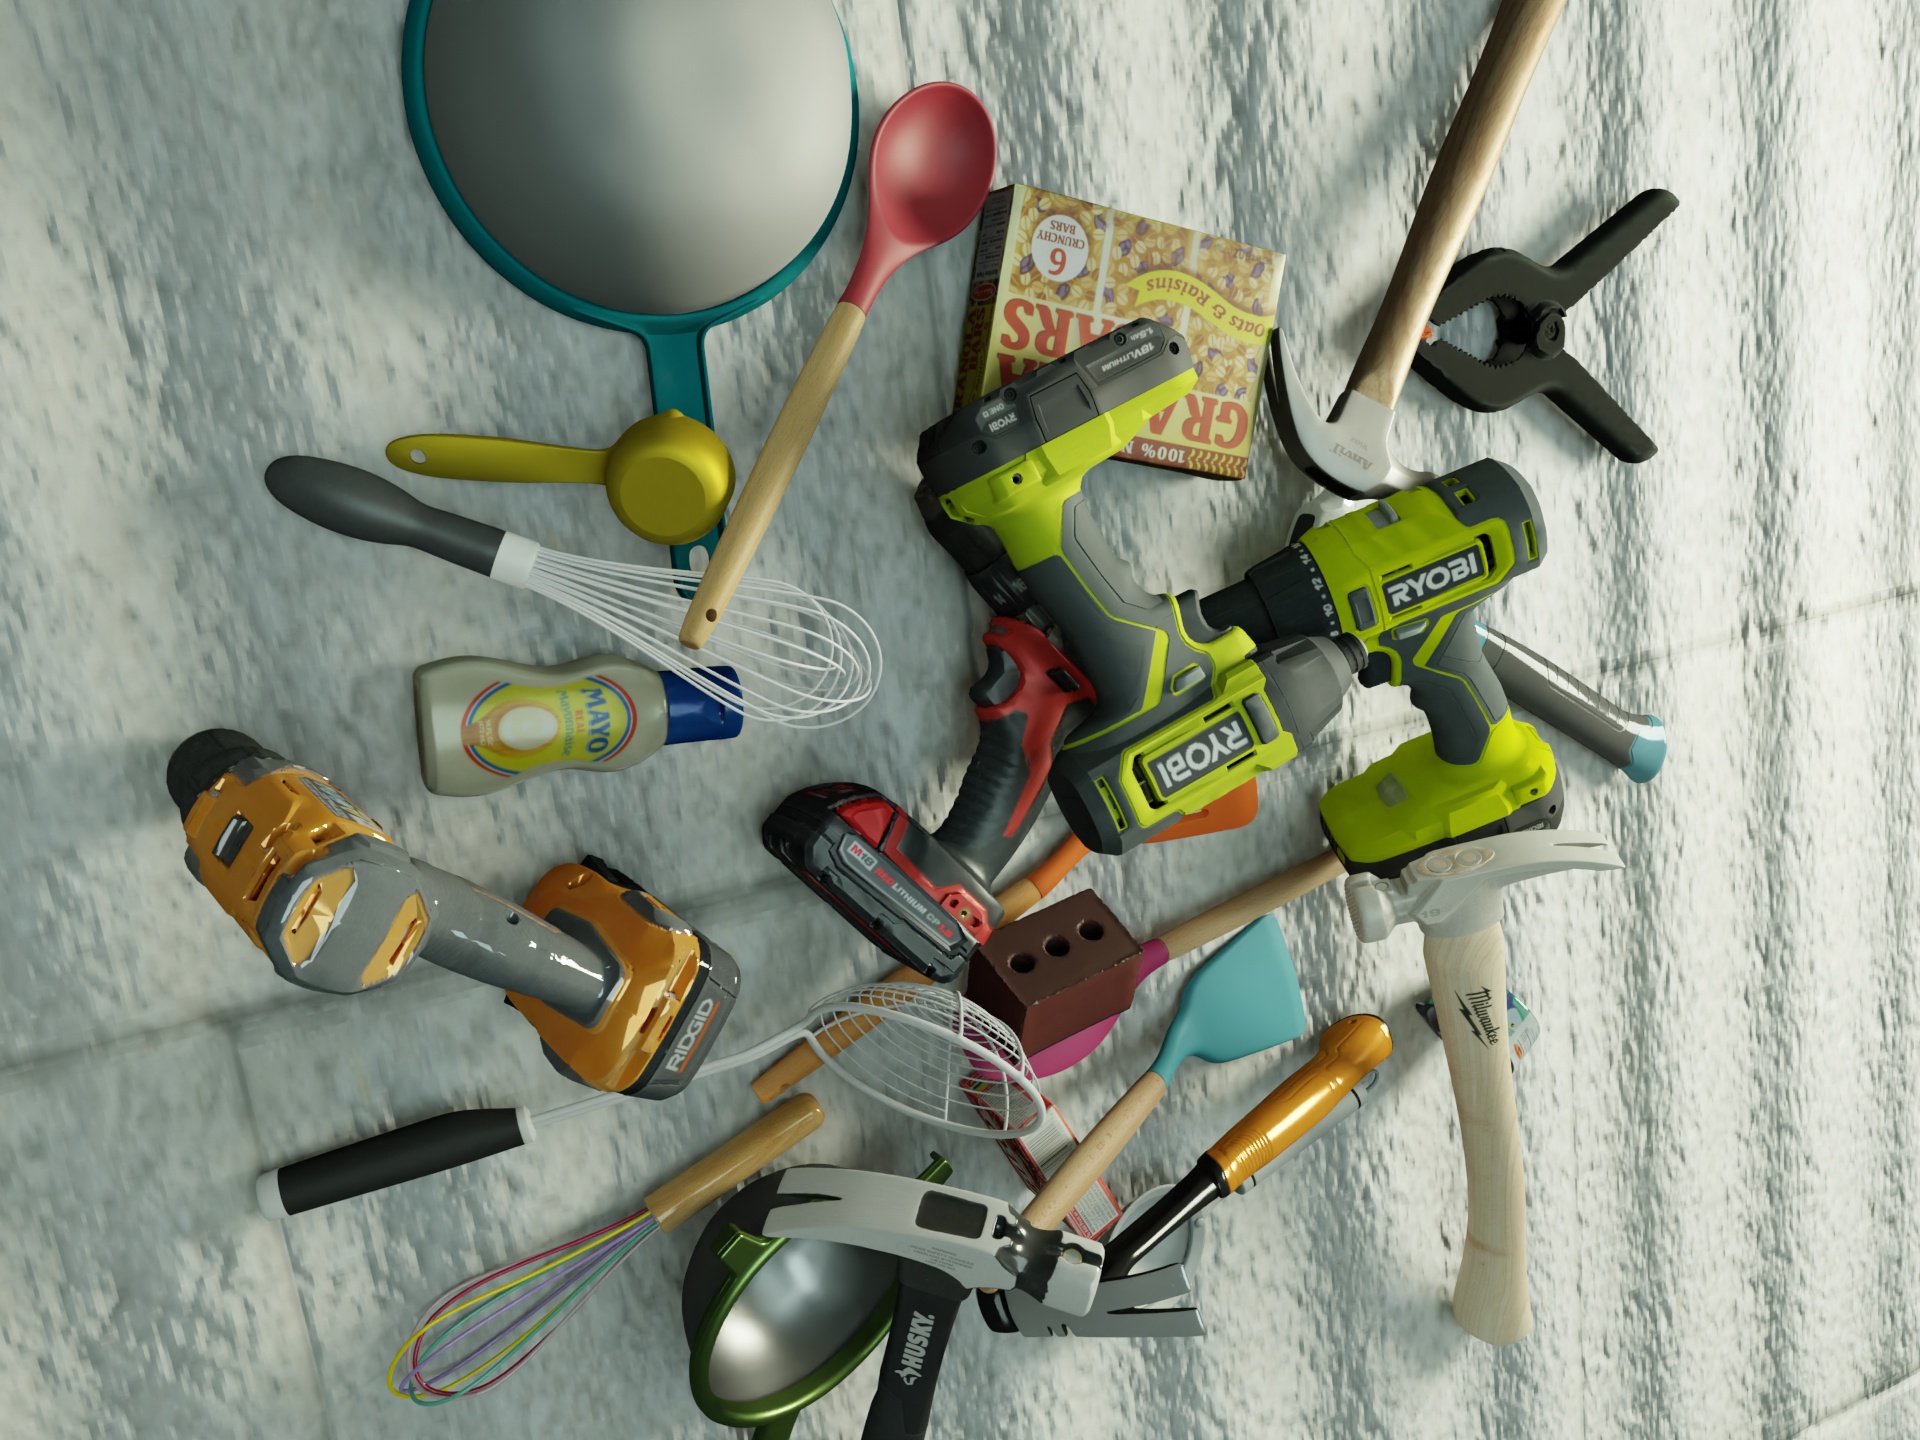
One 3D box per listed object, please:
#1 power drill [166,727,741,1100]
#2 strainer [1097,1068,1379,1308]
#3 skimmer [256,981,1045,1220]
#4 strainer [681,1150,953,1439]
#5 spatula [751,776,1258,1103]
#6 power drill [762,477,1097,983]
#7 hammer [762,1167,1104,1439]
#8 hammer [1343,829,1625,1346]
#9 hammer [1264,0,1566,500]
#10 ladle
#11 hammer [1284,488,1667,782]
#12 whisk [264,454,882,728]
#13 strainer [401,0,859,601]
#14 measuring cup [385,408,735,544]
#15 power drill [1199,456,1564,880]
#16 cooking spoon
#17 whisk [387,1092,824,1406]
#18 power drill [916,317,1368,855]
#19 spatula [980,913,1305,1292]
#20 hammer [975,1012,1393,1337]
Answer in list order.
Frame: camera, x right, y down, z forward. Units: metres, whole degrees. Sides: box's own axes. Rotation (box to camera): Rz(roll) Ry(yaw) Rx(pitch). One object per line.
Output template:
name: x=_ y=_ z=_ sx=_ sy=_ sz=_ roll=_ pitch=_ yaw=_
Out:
power drill: x=-0.228 y=0.078 z=0.693 sx=0.226 sy=0.185 sz=0.084 roll=33 pitch=85 yaw=-45
strainer: x=0.161 y=0.281 z=0.961 sx=0.258 sy=0.050 sz=0.086 roll=-28 pitch=116 yaw=-24
skimmer: x=-0.142 y=0.203 z=0.763 sx=0.363 sy=0.090 sz=0.127 roll=-14 pitch=150 yaw=-14
strainer: x=-0.105 y=0.329 z=0.841 sx=0.151 sy=0.069 sz=0.256 roll=-6 pitch=121 yaw=-45
spatula: x=0.026 y=0.111 z=0.866 sx=0.322 sy=0.041 sz=0.080 roll=-35 pitch=137 yaw=-13
power drill: x=-0.001 y=-0.003 z=0.815 sx=0.187 sy=0.080 sz=0.227 roll=44 pitch=76 yaw=-19
hammer: x=-0.033 y=0.334 z=0.792 sx=0.146 sy=0.035 sz=0.334 roll=16 pitch=131 yaw=5
hammer: x=0.332 y=0.241 z=0.973 sx=0.146 sy=0.038 sz=0.410 roll=-14 pitch=122 yaw=5
hammer: x=0.267 y=-0.278 z=0.891 sx=0.130 sy=0.031 sz=0.331 roll=25 pitch=81 yaw=-9
ladle: x=-0.059 y=-0.169 z=0.741 sx=0.069 sy=0.031 sz=0.315 roll=37 pitch=67 yaw=-34
hammer: x=0.326 y=-0.043 z=0.981 sx=0.330 sy=0.033 sz=0.128 roll=26 pitch=87 yaw=-26
whisk: x=-0.171 y=-0.060 z=0.721 sx=0.284 sy=0.070 sz=0.070 roll=19 pitch=91 yaw=-13
strainer: x=-0.124 y=-0.217 z=0.707 sx=0.211 sy=0.095 sz=0.340 roll=-10 pitch=102 yaw=-23
measuring cup: x=-0.180 y=-0.109 z=0.710 sx=0.156 sy=0.029 sz=0.062 roll=4 pitch=122 yaw=-4
power drill: x=0.235 y=-0.014 z=0.881 sx=0.190 sy=0.080 sz=0.228 roll=-23 pitch=123 yaw=4
cooking spoon: x=0.137 y=0.122 z=0.921 sx=0.319 sy=0.017 sz=0.069 roll=-22 pitch=71 yaw=-24
whisk: x=-0.174 y=0.262 z=0.802 sx=0.245 sy=0.051 sz=0.047 roll=-31 pitch=105 yaw=-20
power drill: x=0.090 y=-0.070 z=0.771 sx=0.171 sy=0.080 sz=0.223 roll=-29 pitch=98 yaw=-13
spatula: x=0.103 y=0.209 z=0.865 sx=0.317 sy=0.044 sz=0.082 roll=-33 pitch=110 yaw=-51
hammer: x=0.156 y=0.235 z=0.863 sx=0.337 sy=0.127 sz=0.034 roll=-21 pitch=92 yaw=-48
